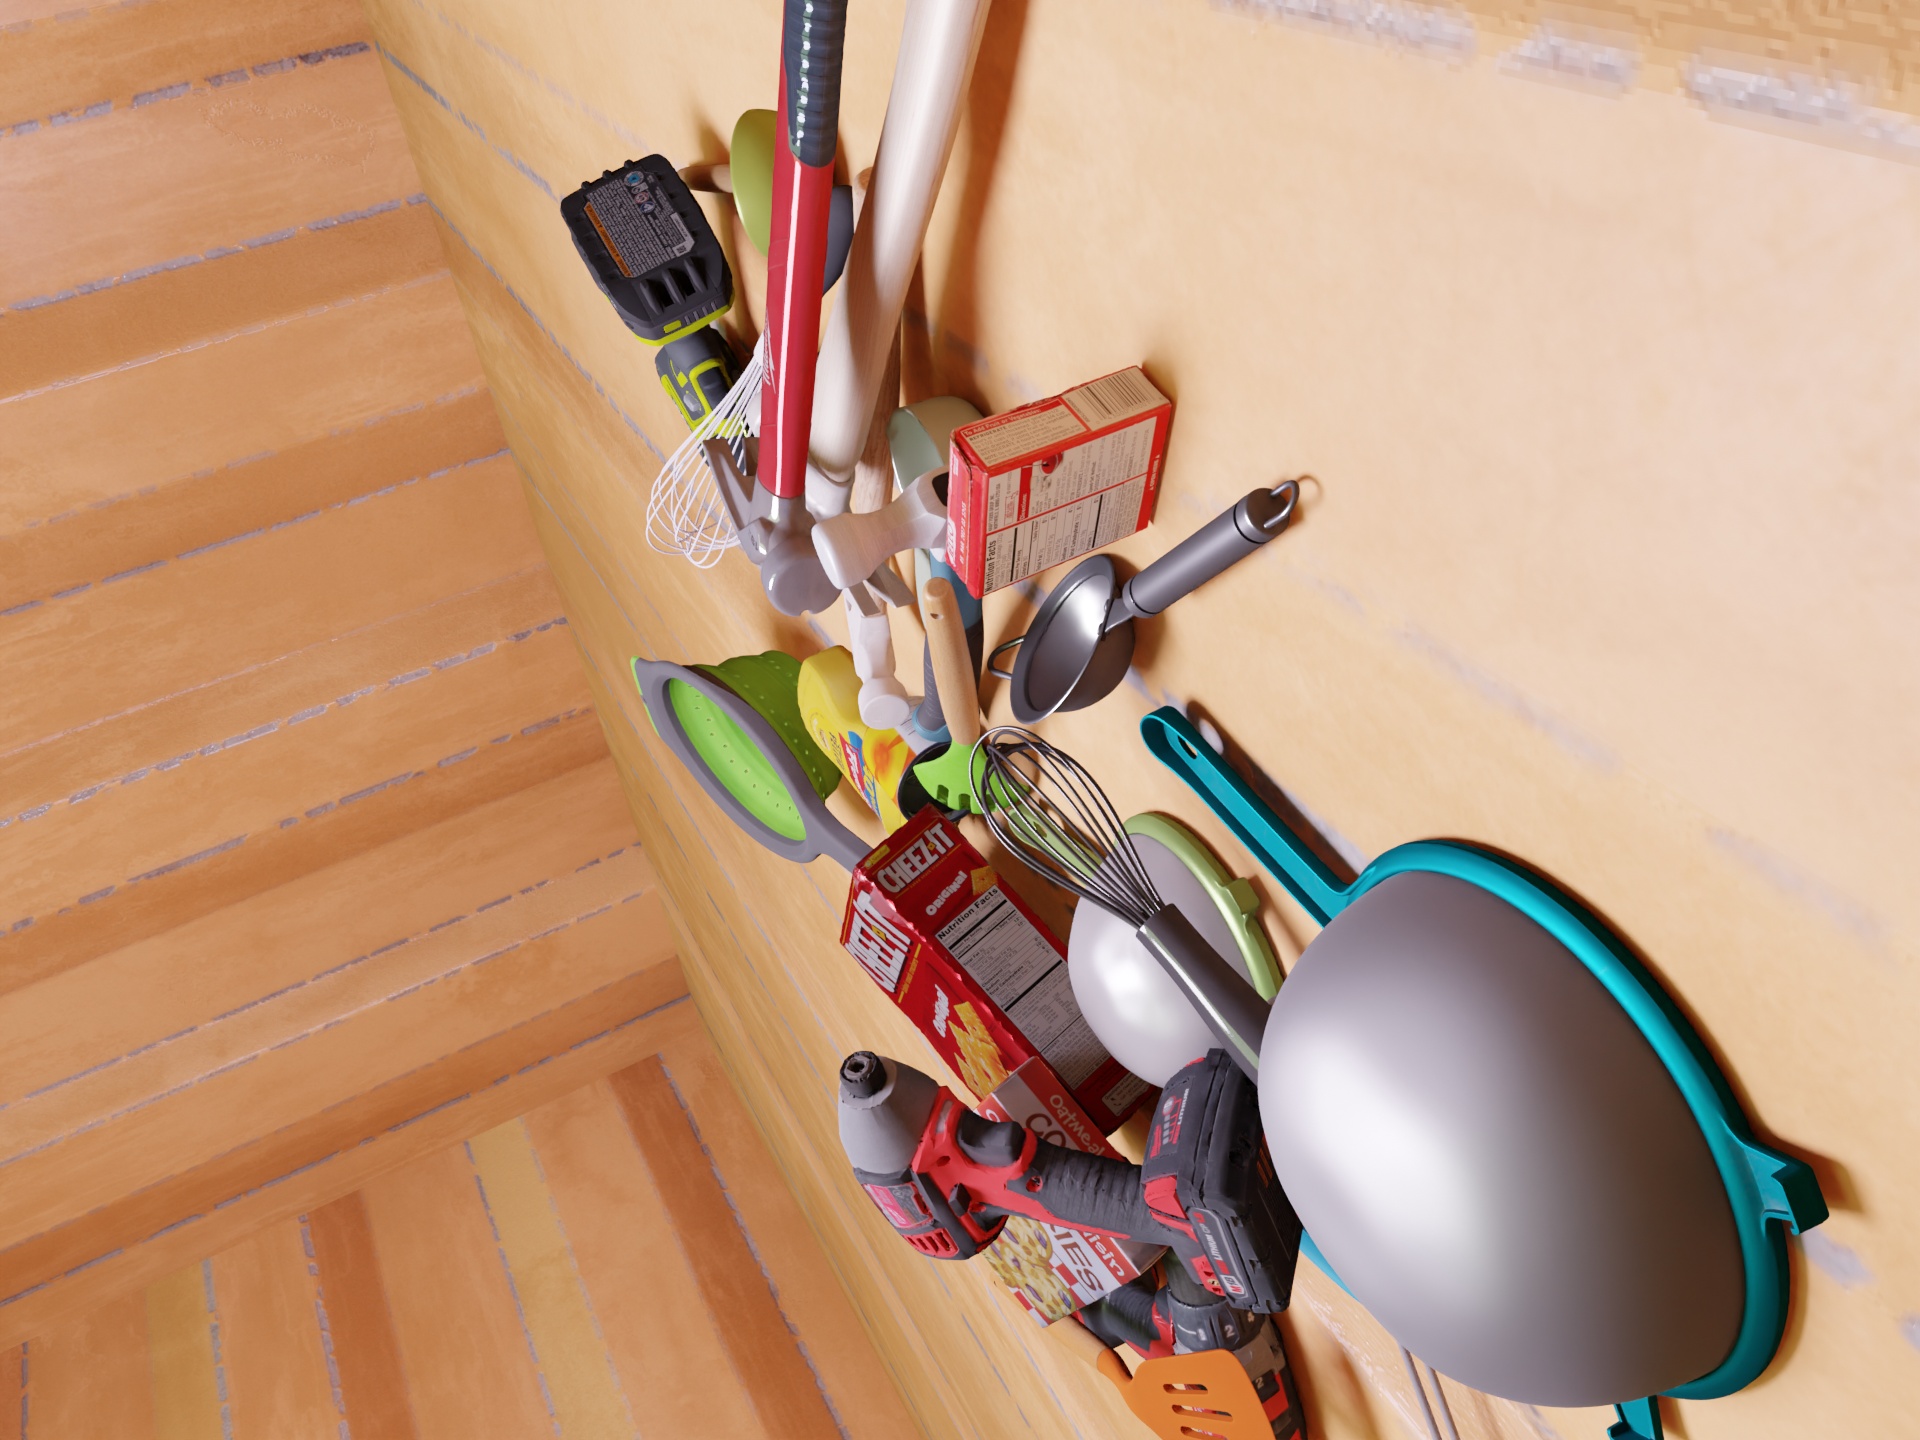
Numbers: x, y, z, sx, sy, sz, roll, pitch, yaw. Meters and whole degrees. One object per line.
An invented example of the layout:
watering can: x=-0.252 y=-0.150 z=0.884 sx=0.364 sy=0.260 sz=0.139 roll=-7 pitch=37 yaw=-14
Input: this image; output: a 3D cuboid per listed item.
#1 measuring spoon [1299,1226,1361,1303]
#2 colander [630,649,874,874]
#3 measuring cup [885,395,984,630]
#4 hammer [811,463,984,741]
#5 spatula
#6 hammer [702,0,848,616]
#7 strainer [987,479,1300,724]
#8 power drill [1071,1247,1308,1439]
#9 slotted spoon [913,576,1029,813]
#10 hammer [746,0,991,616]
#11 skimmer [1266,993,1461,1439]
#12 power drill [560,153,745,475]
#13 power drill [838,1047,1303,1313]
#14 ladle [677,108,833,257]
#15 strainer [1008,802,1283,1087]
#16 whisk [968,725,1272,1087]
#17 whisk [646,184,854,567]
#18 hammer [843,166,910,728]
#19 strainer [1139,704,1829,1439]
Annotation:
measuring spoon: x=0.171 y=0.249 z=0.809 sx=0.129 sy=0.021 sz=0.042 roll=39 pitch=147 yaw=40
colander: x=-0.097 y=0.052 z=1.259 sx=0.397 sy=0.094 sz=0.204 roll=35 pitch=152 yaw=28
measuring cup: x=-0.004 y=-0.103 z=0.853 sx=0.083 sy=0.038 sz=0.167 roll=57 pitch=162 yaw=30
hammer: x=-0.004 y=-0.049 z=0.819 sx=0.330 sy=0.128 sz=0.033 roll=95 pitch=150 yaw=-73
spatula: x=0.087 y=0.374 z=0.956 sx=0.081 sy=0.041 sz=0.322 roll=68 pitch=161 yaw=-5
hammer: x=-0.071 y=-0.240 z=0.677 sx=0.143 sy=0.038 sz=0.386 roll=-119 pitch=30 yaw=-44
strainer: x=0.077 y=-0.049 z=0.674 sx=0.258 sy=0.050 sz=0.087 roll=-35 pitch=35 yaw=67
power drill: x=0.118 y=0.343 z=0.976 sx=0.227 sy=0.080 sz=0.187 roll=18 pitch=128 yaw=64
slotted spoon: x=-0.001 y=-0.003 z=0.833 sx=0.313 sy=0.070 sz=0.031 roll=80 pitch=-159 yaw=-69
hammer: x=-0.025 y=-0.210 z=0.695 sx=0.146 sy=0.038 sz=0.410 roll=61 pitch=153 yaw=21
skimmer: x=0.190 y=0.299 z=0.684 sx=0.127 sy=0.090 sz=0.363 roll=-20 pitch=90 yaw=39
power drill: x=-0.177 y=-0.250 z=1.074 sx=0.171 sy=0.080 sz=0.223 roll=58 pitch=174 yaw=29
power drill: x=0.046 y=0.211 z=0.766 sx=0.220 sy=0.079 sz=0.143 roll=-3 pitch=133 yaw=27
ladle: x=-0.145 y=-0.326 z=0.964 sx=0.320 sy=0.062 sz=0.078 roll=-141 pitch=37 yaw=-61
strainer: x=0.071 y=0.108 z=0.832 sx=0.257 sy=0.069 sz=0.151 roll=37 pitch=145 yaw=56
whisk: x=0.085 y=0.093 z=0.710 sx=0.239 sy=0.055 sz=0.055 roll=48 pitch=157 yaw=20
whisk: x=-0.116 y=-0.187 z=0.905 sx=0.070 sy=0.070 sz=0.284 roll=60 pitch=139 yaw=23
hammer: x=-0.048 y=-0.152 z=0.893 sx=0.331 sy=0.031 sz=0.130 roll=95 pitch=166 yaw=-47
strainer: x=0.139 y=0.116 z=0.599 sx=0.341 sy=0.095 sz=0.210 roll=51 pitch=156 yaw=39
